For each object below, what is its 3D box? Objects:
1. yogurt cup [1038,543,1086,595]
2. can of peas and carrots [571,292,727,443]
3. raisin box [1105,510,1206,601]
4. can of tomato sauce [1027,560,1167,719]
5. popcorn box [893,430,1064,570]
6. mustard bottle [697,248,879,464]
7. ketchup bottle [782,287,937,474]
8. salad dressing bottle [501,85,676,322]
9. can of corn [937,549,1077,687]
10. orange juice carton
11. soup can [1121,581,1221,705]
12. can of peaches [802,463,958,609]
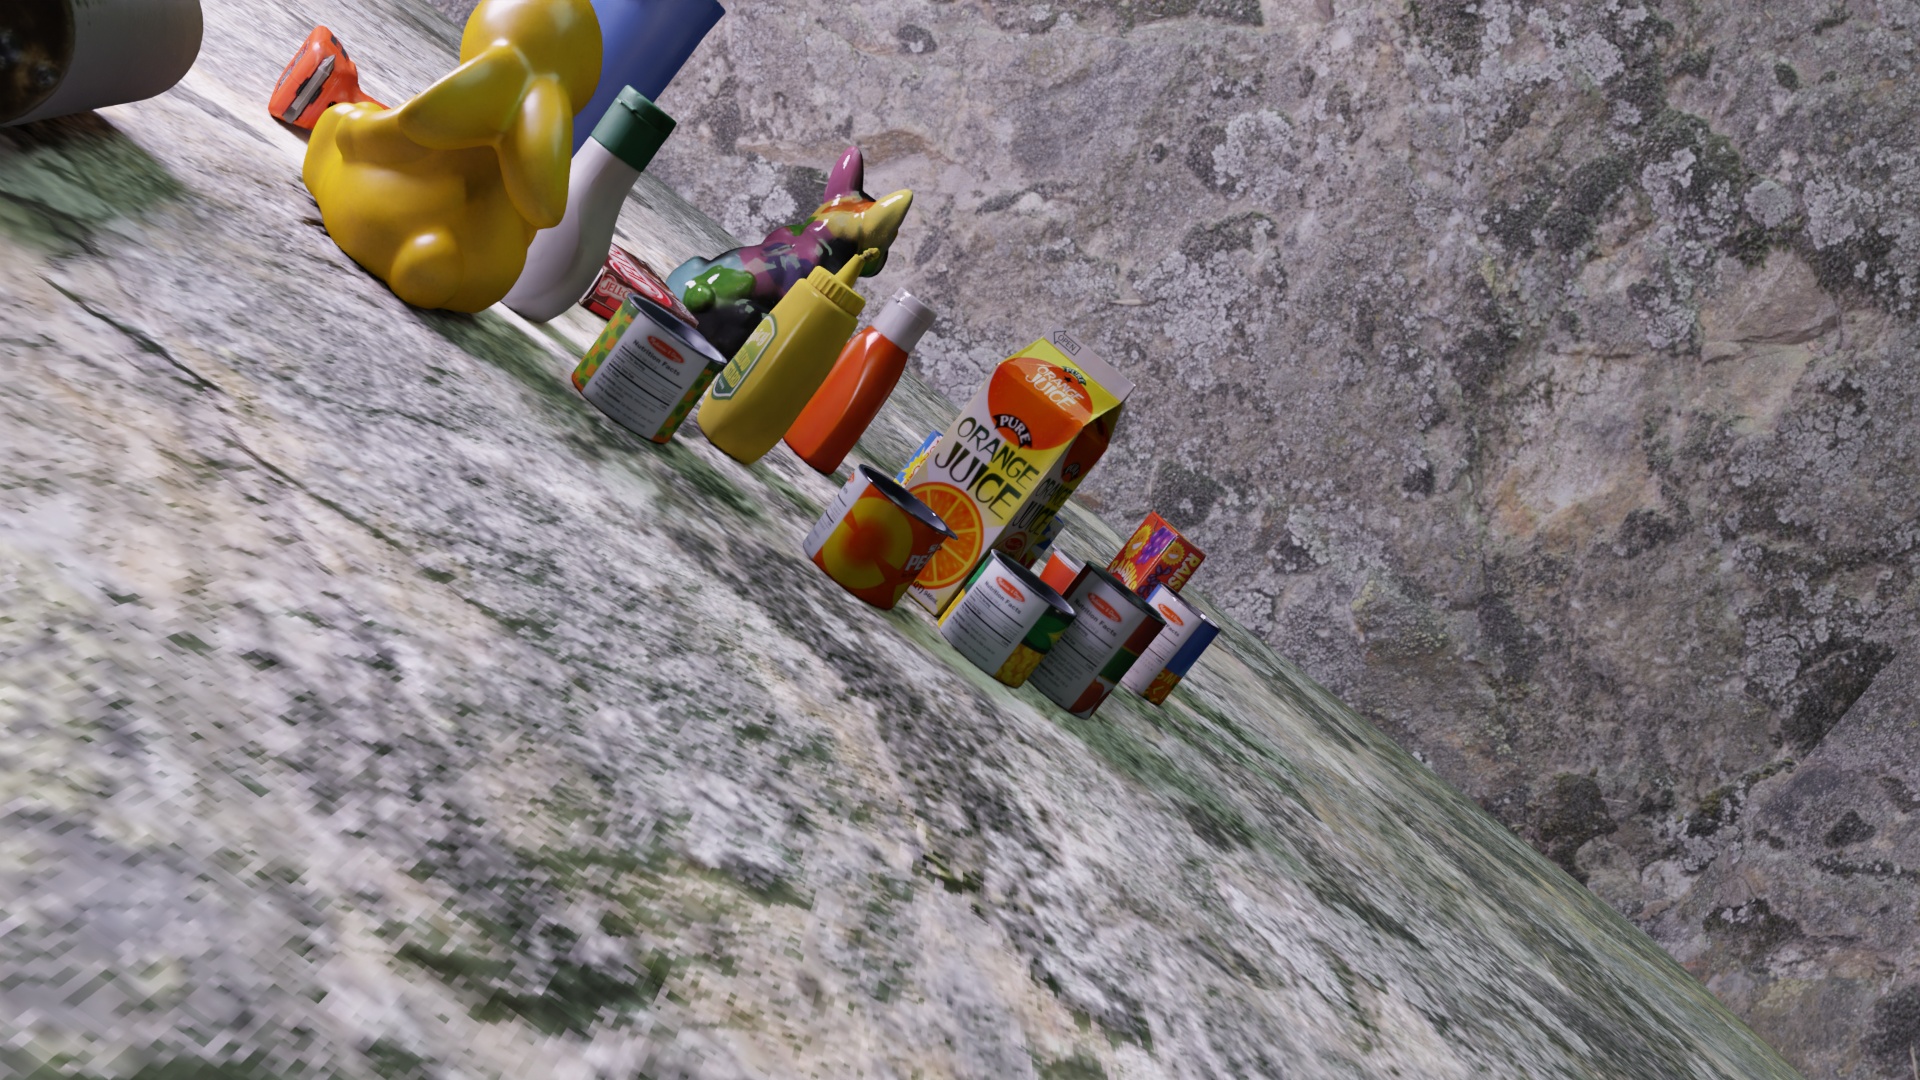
[{"bbox_3d":[0.093,0.046,1.182,0.072,0.054,0.072,37,7,-5],"label":"yogurt cup"},{"bbox_3d":[-0.175,-0.097,0.783,0.071,0.058,0.071,37,7,-5],"label":"can of peas and carrots"},{"bbox_3d":[0.162,0.040,1.275,0.040,0.123,0.086,36,7,-15],"label":"raisin box"},{"bbox_3d":[0.085,0.066,0.916,0.071,0.083,0.071,37,7,-5],"label":"can of tomato sauce"},{"bbox_3d":[0.004,-0.013,1.003,0.126,0.085,0.038,32,9,-38],"label":"popcorn box"},{"bbox_3d":[-0.105,-0.125,0.888,0.049,0.160,0.065,34,8,-30],"label":"mustard bottle"},{"bbox_3d":[-0.076,-0.124,1.063,0.043,0.148,0.065,32,9,-40],"label":"ketchup bottle"},{"bbox_3d":[-0.227,-0.202,0.833,0.064,0.147,0.044,39,7,14],"label":"salad dressing bottle"},{"bbox_3d":[0.029,0.049,0.856,0.071,0.058,0.071,37,7,-5],"label":"can of corn"},{"bbox_3d":[0.028,-0.045,0.901,0.072,0.192,0.073,40,7,18],"label":"orange juice carton"},{"bbox_3d":[0.170,0.088,1.179,0.071,0.083,0.071,37,7,-5],"label":"soup can"},{"bbox_3d":[-0.047,0.000,0.800,0.071,0.058,0.071,37,7,-5],"label":"can of peaches"}]
